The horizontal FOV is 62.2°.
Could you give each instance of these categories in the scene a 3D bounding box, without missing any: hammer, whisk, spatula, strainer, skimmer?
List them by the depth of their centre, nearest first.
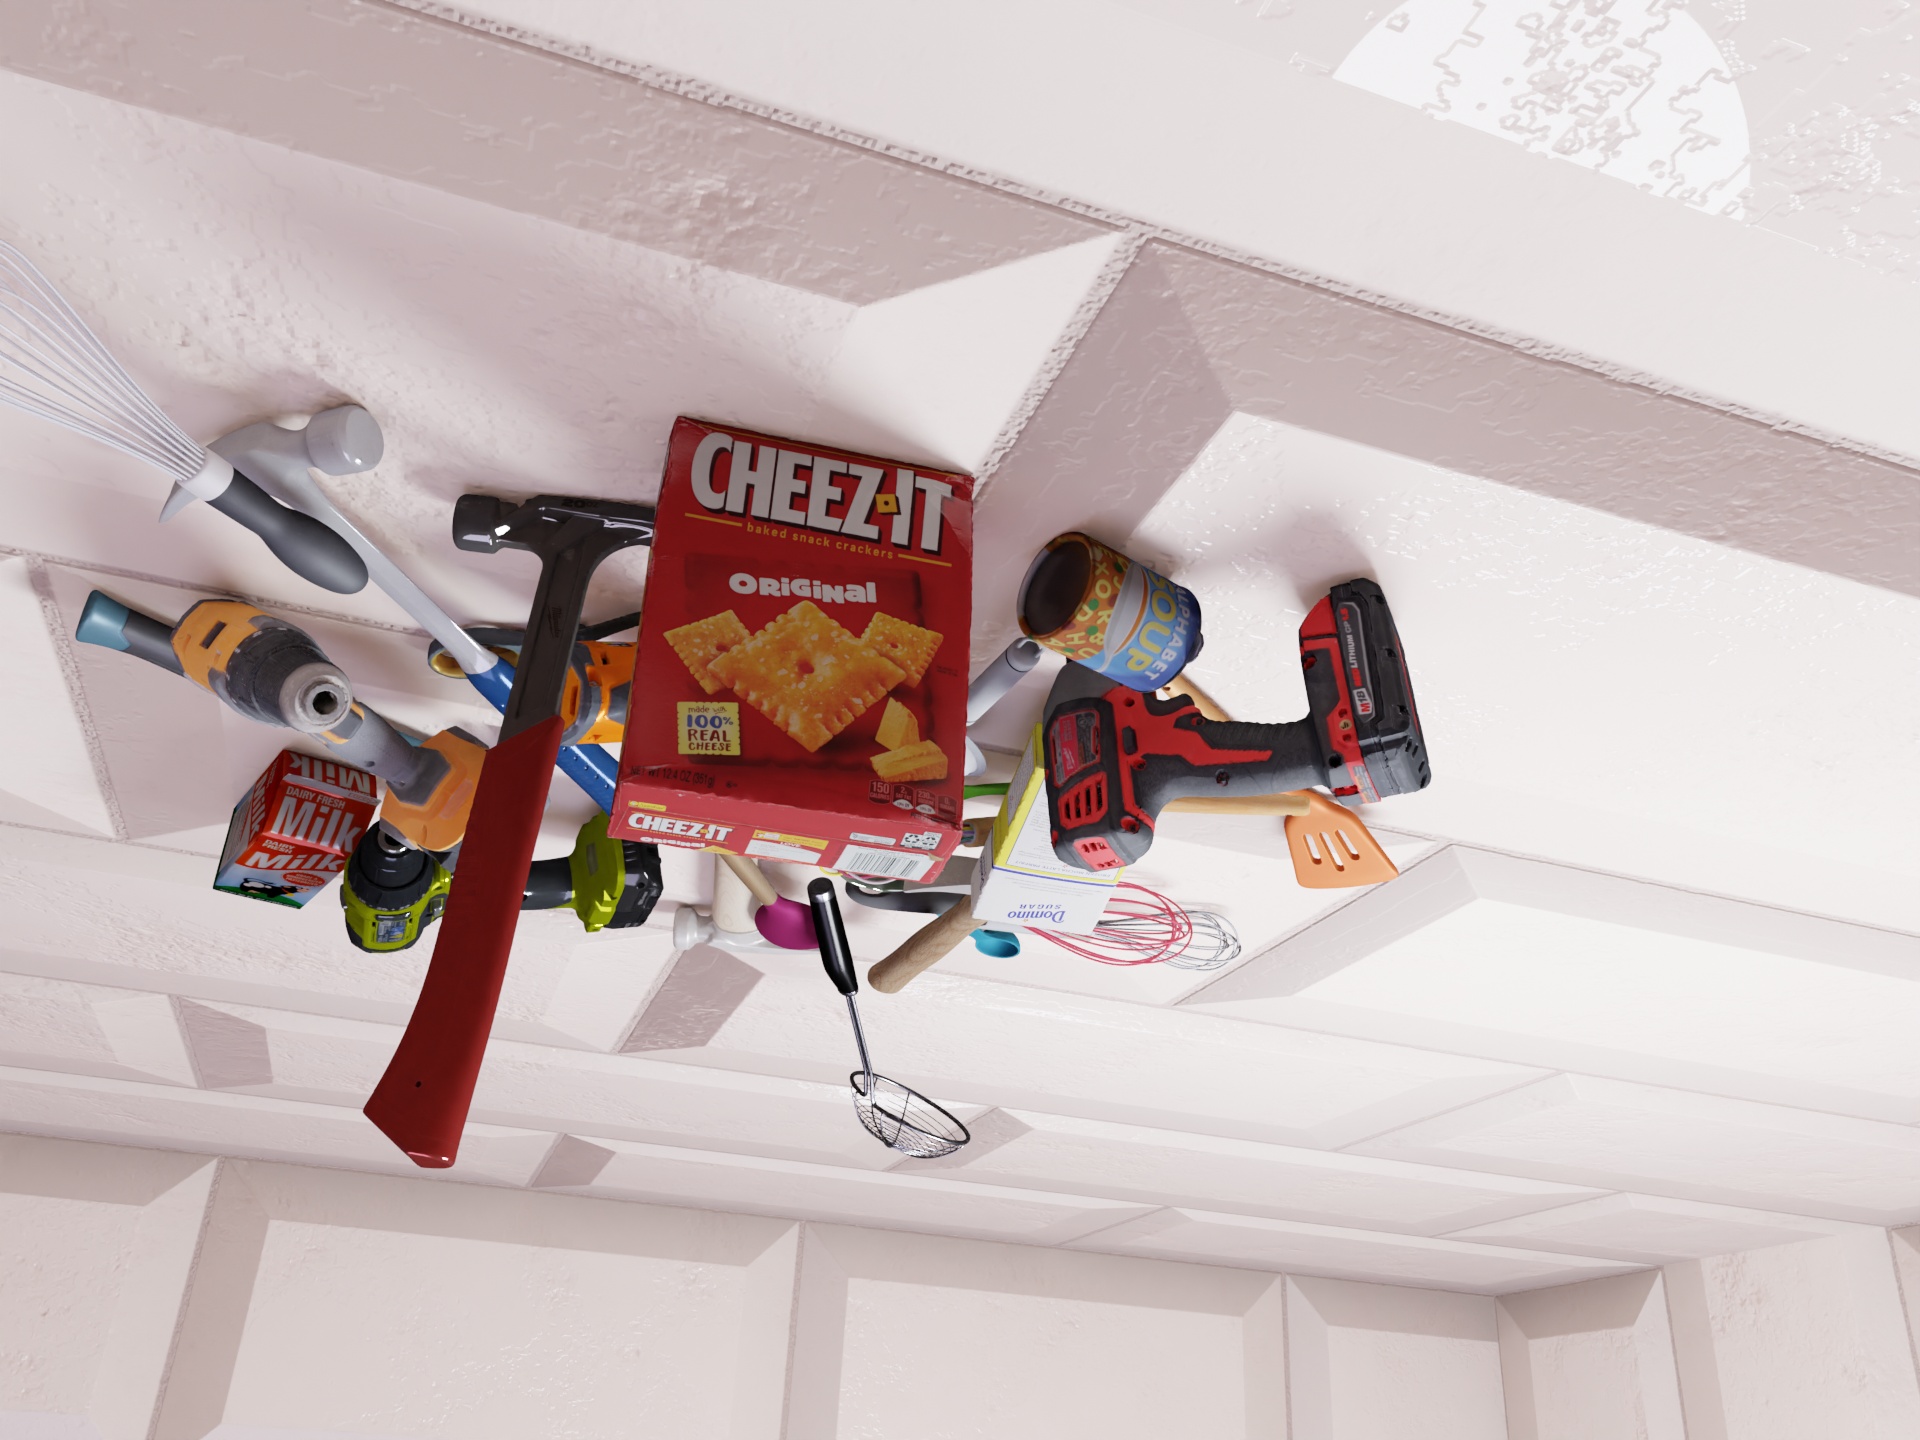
[{"bbox_3d":[-0.383,-0.136,0.752,0.070,0.070,0.284,-9,151,22],"label":"whisk"},{"bbox_3d":[-0.219,0.043,0.807,0.149,0.359,0.036,8,153,-3],"label":"hammer"},{"bbox_3d":[-0.307,-0.042,0.978,0.144,0.035,0.405,-7,147,19],"label":"hammer"},{"bbox_3d":[-0.002,-0.003,1.010,0.087,0.050,0.258,35,152,-6],"label":"strainer"},{"bbox_3d":[-0.445,-0.005,1.099,0.128,0.033,0.330,-17,147,36],"label":"hammer"},{"bbox_3d":[0.212,0.043,1.112,0.081,0.041,0.322,-11,149,33],"label":"spatula"},{"bbox_3d":[-0.012,0.084,1.137,0.051,0.047,0.245,22,-165,39],"label":"whisk"},{"bbox_3d":[-0.173,0.109,1.291,0.146,0.038,0.410,3,153,-4],"label":"hammer"},{"bbox_3d":[-0.017,0.176,1.311,0.130,0.031,0.331,21,153,-12],"label":"hammer"},{"bbox_3d":[0.048,0.160,1.343,0.296,0.073,0.073,8,153,3],"label":"whisk"},{"bbox_3d":[0.123,0.183,1.395,0.246,0.059,0.057,6,115,3],"label":"whisk"},{"bbox_3d":[-0.068,0.263,1.420,0.127,0.090,0.363,29,141,41],"label":"skimmer"}]

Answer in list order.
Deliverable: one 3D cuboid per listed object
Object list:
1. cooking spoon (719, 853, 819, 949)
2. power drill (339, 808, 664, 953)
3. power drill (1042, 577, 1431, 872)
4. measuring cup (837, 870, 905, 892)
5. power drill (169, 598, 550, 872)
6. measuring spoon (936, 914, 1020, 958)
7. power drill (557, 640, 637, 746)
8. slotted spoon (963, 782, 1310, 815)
[{"bbox_3d":[-0.162,0.134,1.279,0.069,0.017,0.318,-7,152,8],"label":"cooking spoon"},{"bbox_3d":[-0.349,0.114,1.207,0.228,0.080,0.190,-3,157,-24],"label":"power drill"},{"bbox_3d":[0.152,0.000,0.938,0.219,0.143,0.078,-15,147,19],"label":"power drill"},{"bbox_3d":[-0.014,0.110,1.274,0.167,0.038,0.083,4,153,-7],"label":"measuring cup"},{"bbox_3d":[-0.363,0.014,0.985,0.185,0.084,0.226,17,159,47],"label":"power drill"},{"bbox_3d":[0.008,0.179,1.436,0.042,0.021,0.128,-18,137,37],"label":"measuring spoon"},{"bbox_3d":[-0.126,-0.001,0.942,0.227,0.084,0.164,15,-170,32],"label":"power drill"},{"bbox_3d":[0.086,0.052,1.121,0.314,0.031,0.070,3,173,10],"label":"slotted spoon"}]
